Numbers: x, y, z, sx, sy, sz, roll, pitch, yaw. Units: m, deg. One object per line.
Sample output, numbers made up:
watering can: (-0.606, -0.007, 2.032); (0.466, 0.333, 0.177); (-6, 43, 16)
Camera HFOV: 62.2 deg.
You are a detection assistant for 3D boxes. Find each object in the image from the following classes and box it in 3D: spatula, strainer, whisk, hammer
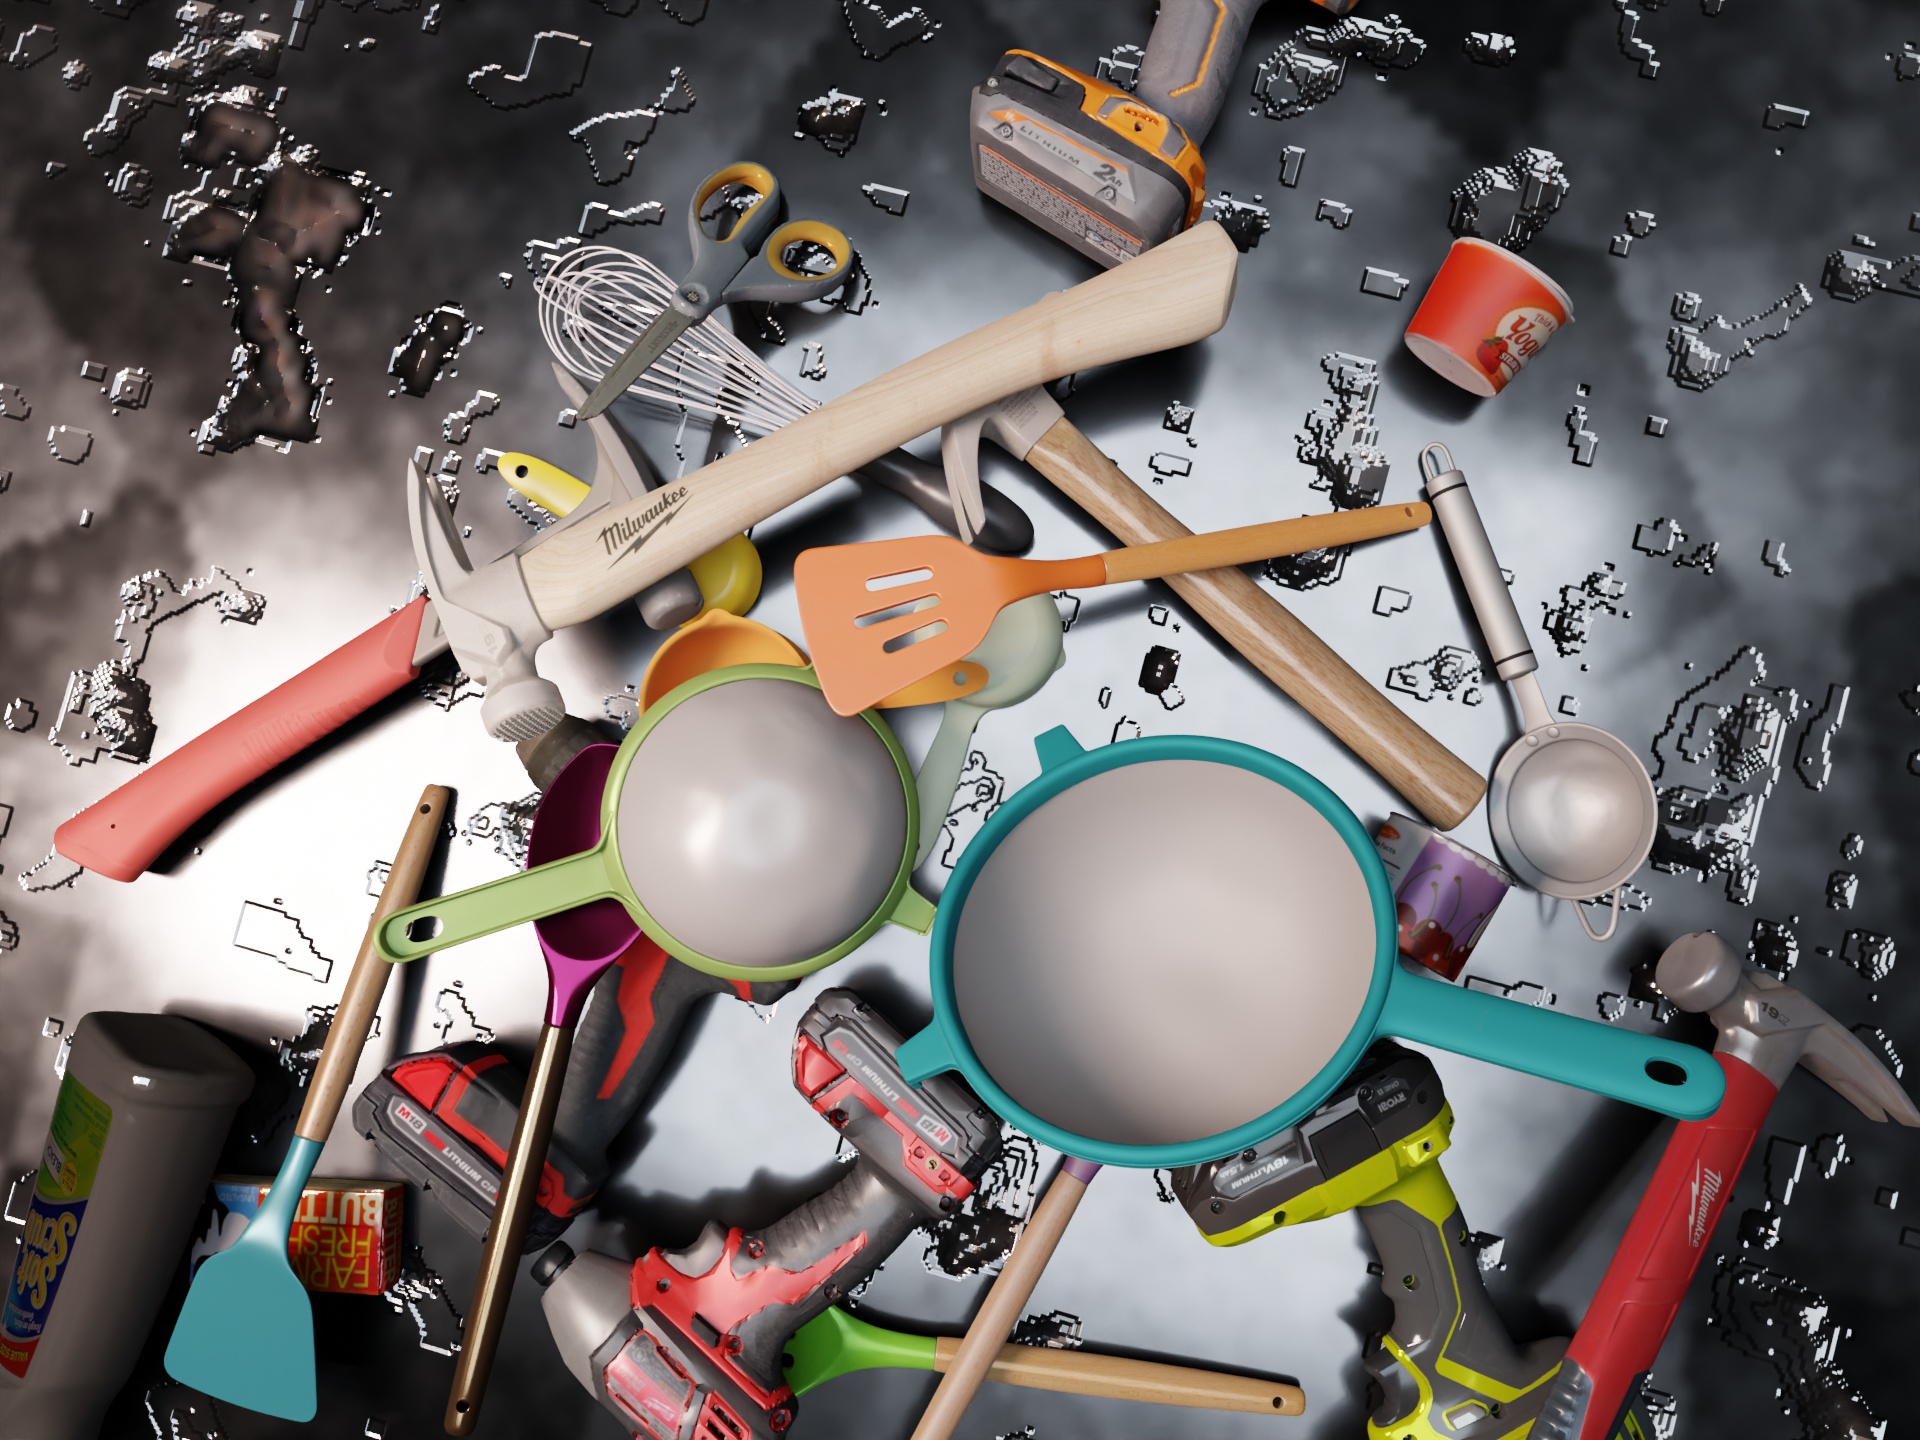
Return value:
spatula: (0.042, 0.245, 0.779); (0.060, 0.018, 0.316); (29, 81, 10)
strainer: (0.155, 0.130, 0.716); (0.340, 0.095, 0.211); (12, 62, 25)
whisk: (-0.089, -0.159, 0.813); (0.284, 0.070, 0.070); (28, 89, 0)
hammer: (-0.311, -0.032, 0.815); (0.359, 0.036, 0.149); (-31, 75, 5)
hammer: (0.298, 0.292, 0.705); (0.143, 0.038, 0.386); (37, 74, -9)
hammer: (-0.063, -0.141, 0.756); (0.410, 0.038, 0.146); (-26, 74, 1)
strainer: (-0.137, 0.062, 0.714); (0.256, 0.069, 0.151); (-17, 92, -12)
spatula: (-0.315, 0.184, 0.802); (0.082, 0.044, 0.318); (15, 76, 7)
hammer: (0.125, -0.064, 0.789); (0.331, 0.031, 0.130); (42, 70, 2)
spatula: (0.084, -0.072, 0.754); (0.322, 0.041, 0.081); (-11, 76, -20)
strainer: (0.280, -0.020, 0.783); (0.087, 0.050, 0.258); (-28, 76, 45)

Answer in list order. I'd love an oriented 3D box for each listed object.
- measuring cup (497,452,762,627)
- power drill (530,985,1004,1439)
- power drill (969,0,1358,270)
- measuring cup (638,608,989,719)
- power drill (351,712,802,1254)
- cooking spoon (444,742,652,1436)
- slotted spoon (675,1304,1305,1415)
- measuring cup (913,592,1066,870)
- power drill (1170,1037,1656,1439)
measuring cup: (-0.176, -0.101, 0.823); (0.156, 0.029, 0.062); (29, 89, 4)
power drill: (-0.093, 0.239, 0.757); (0.143, 0.078, 0.220); (40, 82, 8)
power drill: (0.097, -0.356, 0.798); (0.164, 0.084, 0.226); (33, 85, 6)
measuring cup: (-0.071, -0.011, 0.799); (0.173, 0.052, 0.095); (-6, 88, 4)
power drill: (-0.196, 0.124, 0.790); (0.188, 0.080, 0.227); (40, 87, 5)
cooking spoon: (-0.193, 0.167, 0.739); (0.068, 0.017, 0.319); (14, 82, -10)
slotted spoon: (0.013, 0.319, 0.788); (0.314, 0.031, 0.070); (6, 84, 2)
measuring cup: (-0.001, -0.003, 0.801); (0.083, 0.038, 0.167); (19, 86, 5)
power drill: (0.199, 0.281, 0.749); (0.171, 0.080, 0.223); (-27, 88, -4)
